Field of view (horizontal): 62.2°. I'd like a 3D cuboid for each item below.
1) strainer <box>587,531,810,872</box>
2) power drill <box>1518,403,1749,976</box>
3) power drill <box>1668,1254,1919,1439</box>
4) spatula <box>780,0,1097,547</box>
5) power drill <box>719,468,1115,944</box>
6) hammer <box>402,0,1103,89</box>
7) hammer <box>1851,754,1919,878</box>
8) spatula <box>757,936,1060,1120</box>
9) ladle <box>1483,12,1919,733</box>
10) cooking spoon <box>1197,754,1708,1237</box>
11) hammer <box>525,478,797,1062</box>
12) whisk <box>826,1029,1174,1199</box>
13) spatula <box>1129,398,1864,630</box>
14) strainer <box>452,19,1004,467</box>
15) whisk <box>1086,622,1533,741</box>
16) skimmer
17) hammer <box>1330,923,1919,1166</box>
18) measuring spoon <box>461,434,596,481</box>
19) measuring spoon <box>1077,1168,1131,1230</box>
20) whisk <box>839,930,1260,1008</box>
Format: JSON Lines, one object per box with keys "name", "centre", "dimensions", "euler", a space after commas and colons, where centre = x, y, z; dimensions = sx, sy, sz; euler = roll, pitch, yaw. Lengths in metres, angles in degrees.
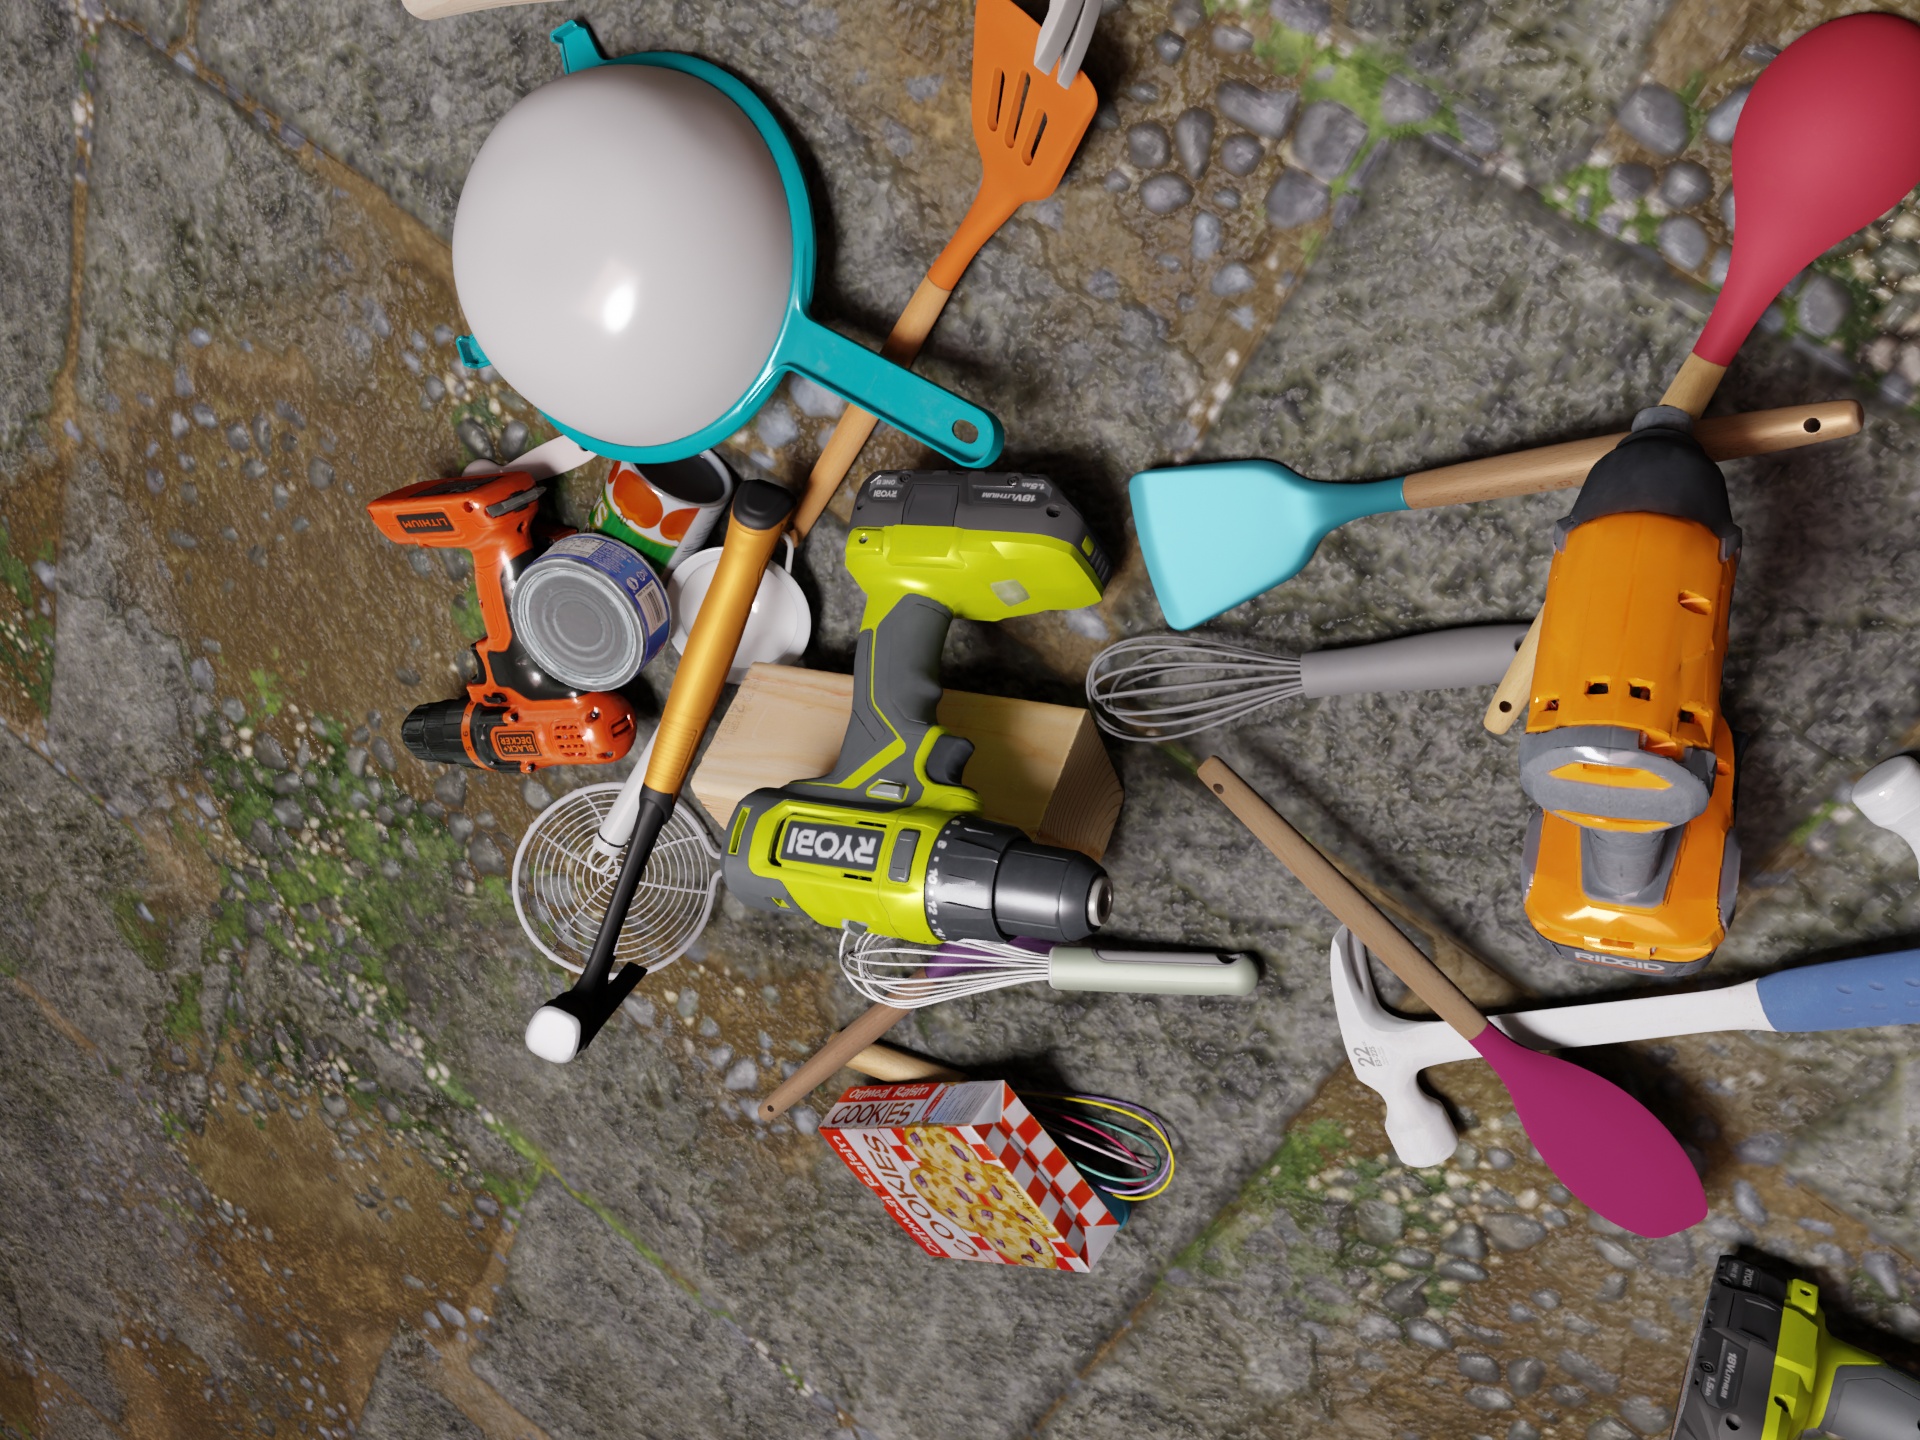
{"name": "strainer", "centre": [-0.162, -0.010, 0.943], "dimensions": [0.087, 0.050, 0.258], "euler": [30, 110, -8]}
{"name": "power drill", "centre": [0.269, -0.005, 0.630], "dimensions": [0.084, 0.164, 0.226], "euler": [6, 155, 26]}
{"name": "power drill", "centre": [0.448, 0.348, 0.721], "dimensions": [0.223, 0.171, 0.080], "euler": [15, 120, 27]}
{"name": "spatula", "centre": [-0.028, -0.202, 0.800], "dimensions": [0.081, 0.041, 0.322], "euler": [50, 130, 17]}
{"name": "power drill", "centre": [-0.001, -0.002, 0.774], "dimensions": [0.190, 0.229, 0.080], "euler": [5, 161, 26]}
{"name": "hammer", "centre": [-0.116, -0.361, 0.753], "dimensions": [0.411, 0.038, 0.146], "euler": [7, 94, 30]}
{"name": "hammer", "centre": [0.521, -0.009, 0.584], "dimensions": [0.128, 0.033, 0.331], "euler": [49, 127, 1]}
{"name": "spatula", "centre": [-0.031, 0.172, 0.986], "dimensions": [0.060, 0.018, 0.316], "euler": [50, 120, 4]}
{"name": "ladle", "centre": [0.290, -0.124, 0.648], "dimensions": [0.069, 0.031, 0.315], "euler": [31, 122, 18]}
{"name": "cooking spoon", "centre": [0.234, 0.133, 0.778], "dimensions": [0.319, 0.017, 0.068], "euler": [45, 134, 6]}
{"name": "hammer", "centre": [-0.161, 0.024, 0.896], "dimensions": [0.034, 0.127, 0.337], "euler": [22, 104, 1]}
{"name": "whisk", "centre": [0.019, 0.243, 0.995], "dimensions": [0.245, 0.051, 0.047], "euler": [14, 125, 27]}
{"name": "spatula", "centre": [0.213, -0.098, 0.688], "dimensions": [0.317, 0.044, 0.082], "euler": [-5, 106, 47]}
{"name": "strainer", "centre": [-0.134, -0.207, 0.783], "dimensions": [0.340, 0.095, 0.211], "euler": [32, 109, 21]}
{"name": "whisk", "centre": [0.171, -0.025, 0.775], "dimensions": [0.239, 0.055, 0.055], "euler": [-6, 111, 27]}
{"name": "skimmer", "centre": [-0.111, 0.090, 0.960], "dimensions": [0.363, 0.090, 0.127], "euler": [-7, 91, 32]}
{"name": "hammer", "centre": [0.353, 0.126, 0.722], "dimensions": [0.405, 0.035, 0.144], "euler": [-19, 103, 42]}
{"name": "measuring spoon", "centre": [-0.266, -0.155, 0.975], "dimensions": [0.124, 0.018, 0.034], "euler": [-14, 106, 33]}
{"name": "measuring spoon", "centre": [0.056, 0.276, 1.009], "dimensions": [0.129, 0.021, 0.042], "euler": [29, 128, 26]}
{"name": "whisk", "centre": [0.046, 0.139, 0.907], "dimensions": [0.246, 0.058, 0.059], "euler": [0, 103, 16]}
